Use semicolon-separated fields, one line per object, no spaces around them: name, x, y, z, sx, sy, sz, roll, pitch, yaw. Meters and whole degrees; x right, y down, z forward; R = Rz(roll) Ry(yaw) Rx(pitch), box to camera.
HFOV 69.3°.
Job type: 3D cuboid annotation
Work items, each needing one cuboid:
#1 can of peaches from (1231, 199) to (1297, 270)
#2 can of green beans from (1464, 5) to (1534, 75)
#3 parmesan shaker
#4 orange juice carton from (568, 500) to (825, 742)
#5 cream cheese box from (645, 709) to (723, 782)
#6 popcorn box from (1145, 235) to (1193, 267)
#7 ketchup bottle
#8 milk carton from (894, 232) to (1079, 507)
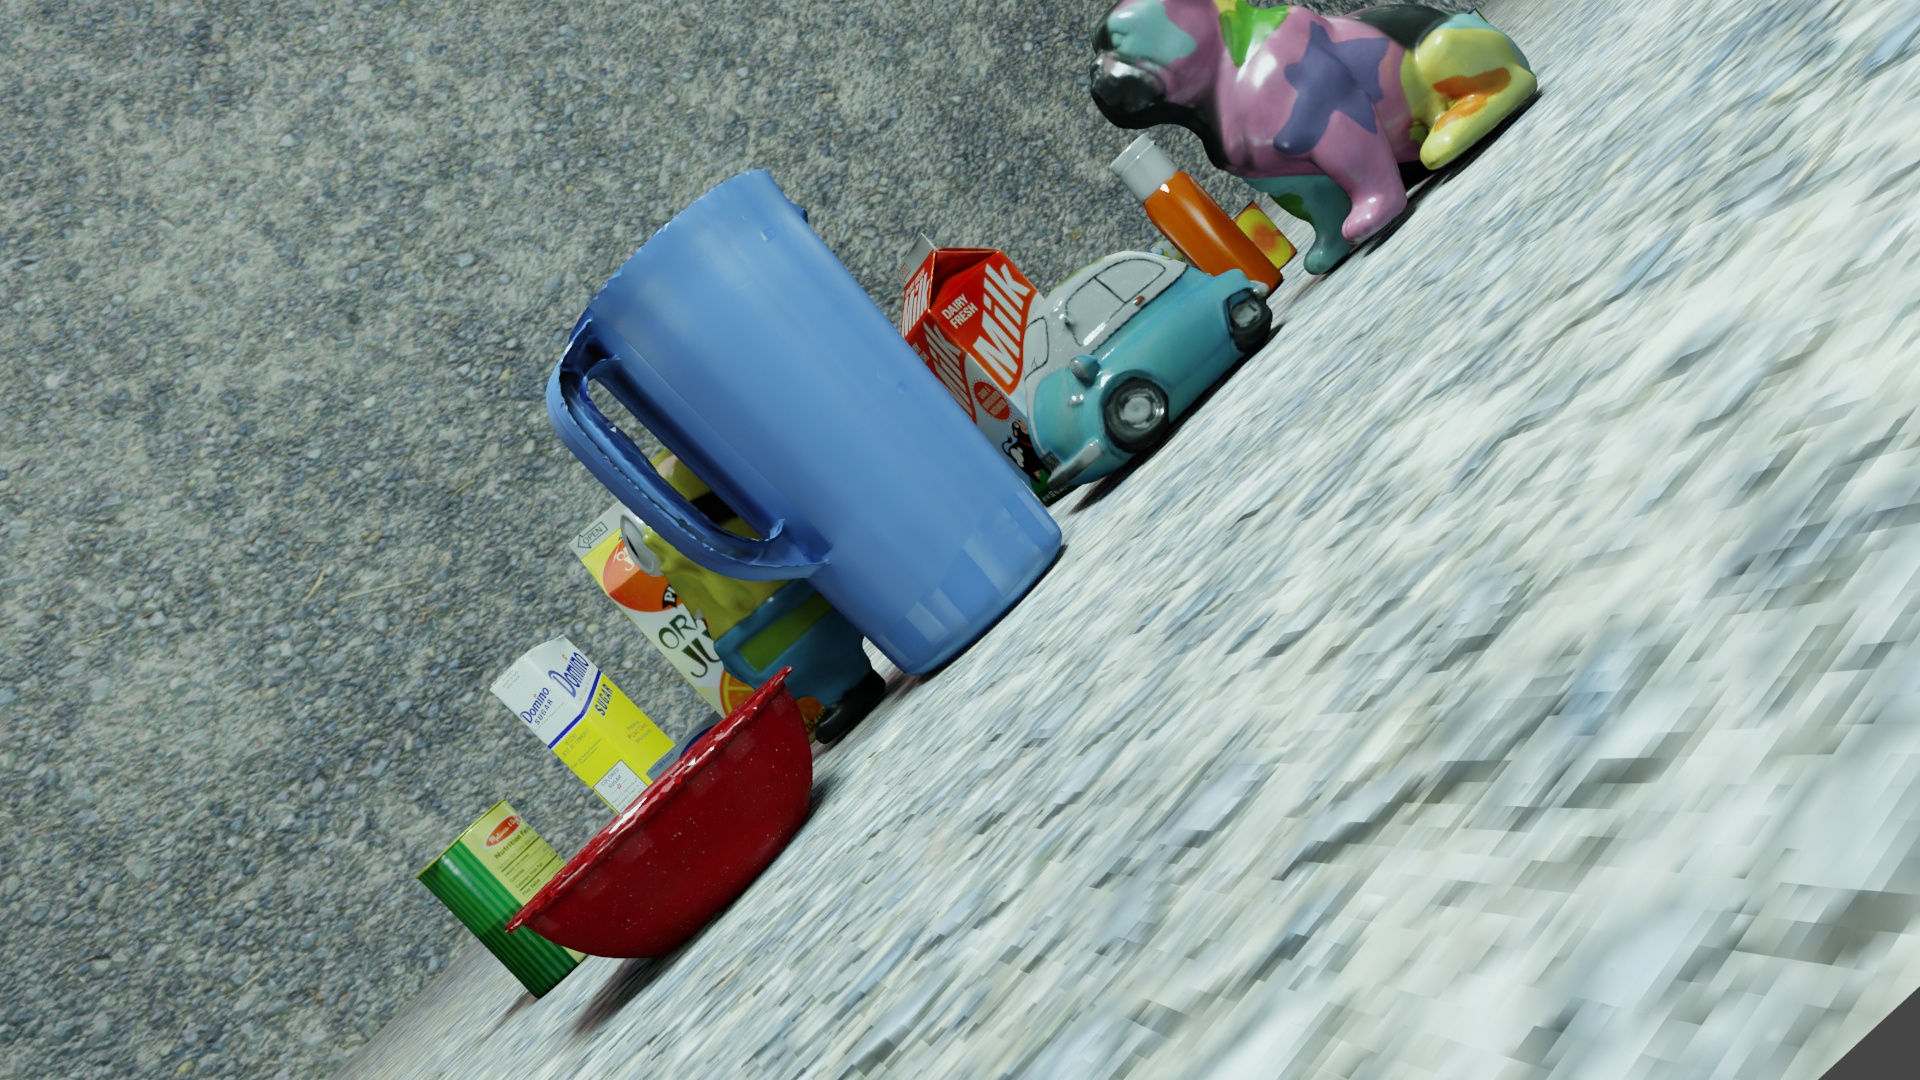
can of peaches;0.235;-0.238;1.156;0.071;0.058;0.071;-43;3;3
can of green beans;0.311;-0.286;0.861;0.071;0.058;0.071;-43;3;3
parmesan shaker;-0.267;0.217;0.835;0.071;0.103;0.071;-43;3;3
orange juice carton;-0.154;0.050;0.875;0.072;0.192;0.073;-43;3;-6
cream cheese box;-0.163;0.146;0.953;0.103;0.053;0.024;-41;3;22
popcorn box;0.166;-0.189;1.098;0.127;0.085;0.038;-44;3;-23
ketchup bottle;0.173;-0.232;1.021;0.043;0.149;0.065;-41;3;26
milk carton;0.029;-0.122;0.931;0.074;0.190;0.072;-44;3;-23
